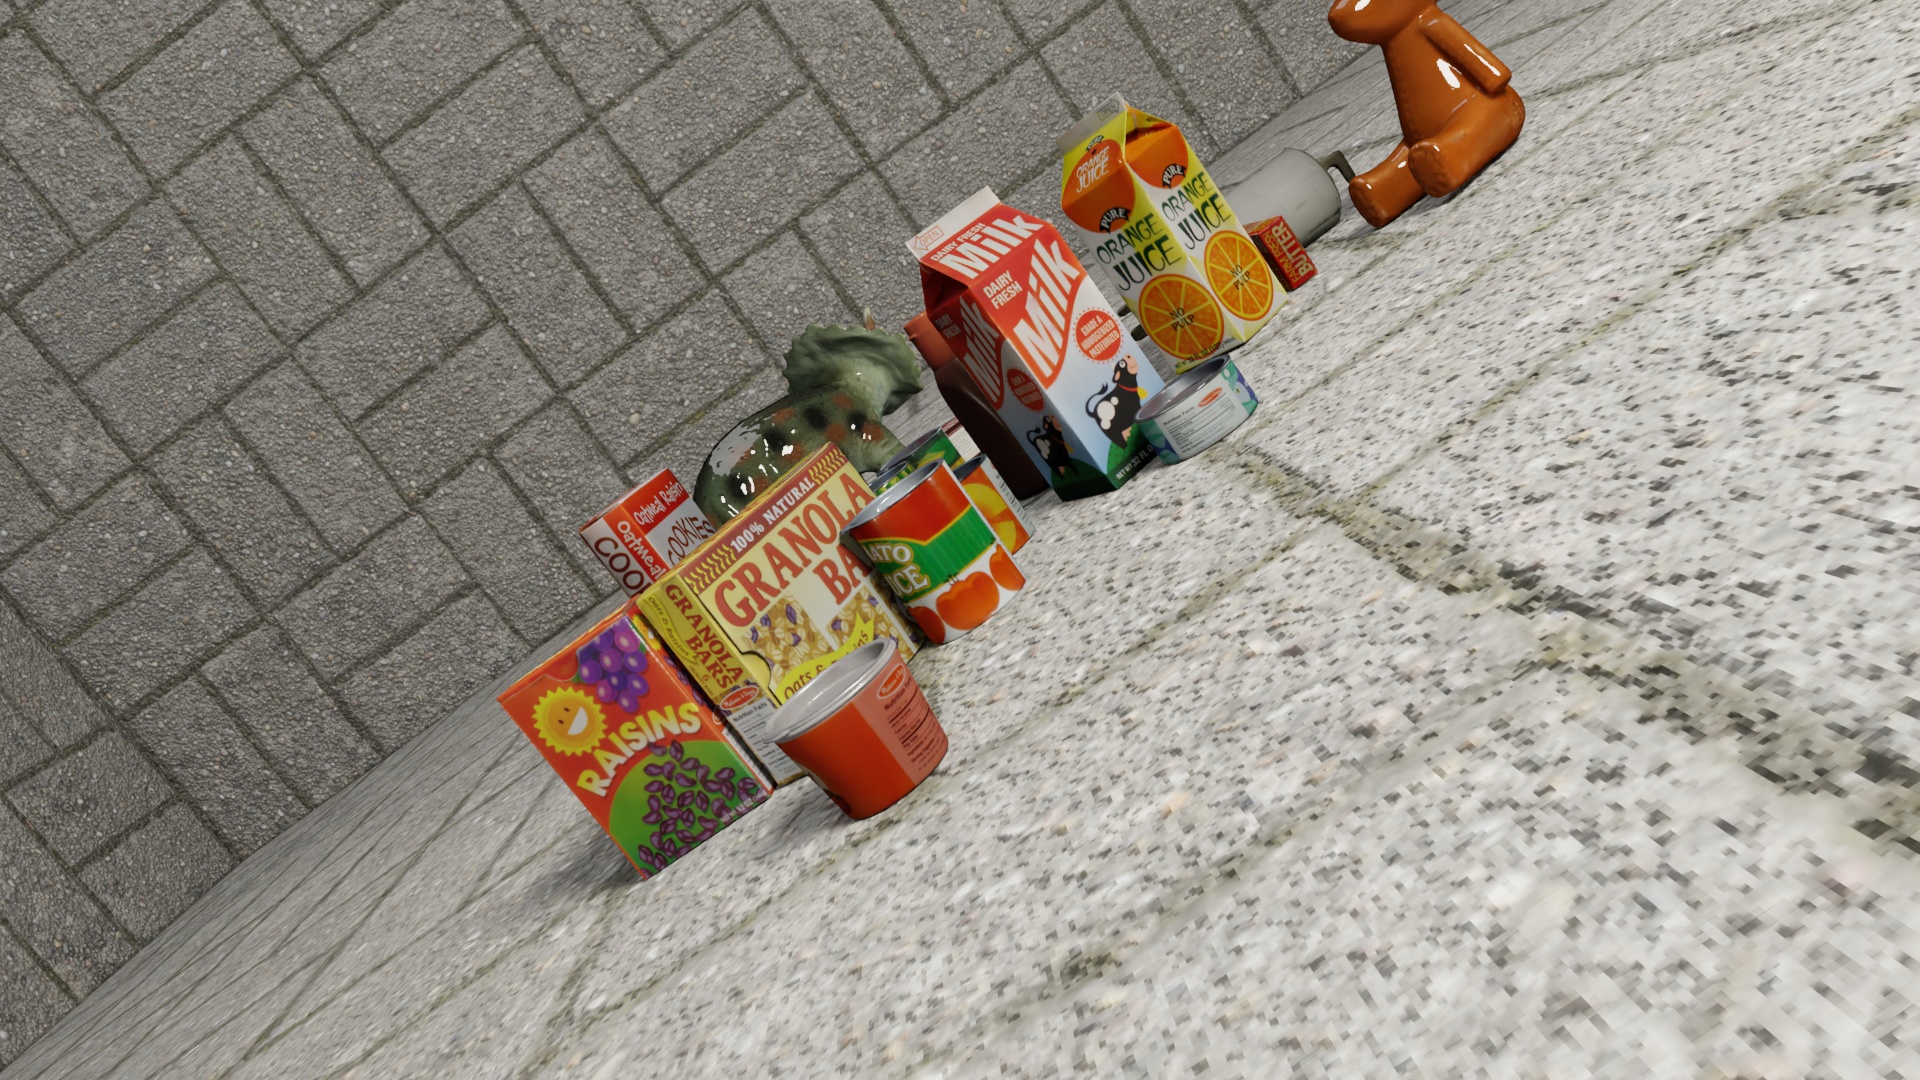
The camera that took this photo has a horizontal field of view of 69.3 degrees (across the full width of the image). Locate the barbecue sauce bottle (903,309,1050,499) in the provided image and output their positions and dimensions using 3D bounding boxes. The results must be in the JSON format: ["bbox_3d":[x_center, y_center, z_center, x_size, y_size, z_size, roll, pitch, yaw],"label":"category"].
[{"bbox_3d":[0.017,-0.100,0.977,0.044,0.148,0.064,-40,10,-21],"label":"barbecue sauce bottle"}]

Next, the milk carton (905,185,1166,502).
[{"bbox_3d":[0.048,-0.122,0.853,0.072,0.190,0.073,-40,10,-21],"label":"milk carton"}]

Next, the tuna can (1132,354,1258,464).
[{"bbox_3d":[0.135,-0.076,0.801,0.071,0.033,0.071,-35,10,7],"label":"tuna can"}]

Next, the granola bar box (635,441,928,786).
[{"bbox_3d":[-0.083,0.034,0.761,0.039,0.124,0.166,-29,12,35],"label":"granola bar box"}]

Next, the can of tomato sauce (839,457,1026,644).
[{"bbox_3d":[-0.014,0.007,0.774,0.071,0.083,0.071,-35,10,7],"label":"can of tomato sauce"}]

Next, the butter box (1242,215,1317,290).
[{"bbox_3d":[0.236,-0.219,1.069,0.024,0.053,0.103,-36,10,1],"label":"butter box"}]

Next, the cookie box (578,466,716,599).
[{"bbox_3d":[-0.190,0.035,0.992,0.040,0.167,0.123,-34,10,11],"label":"cookie box"}]

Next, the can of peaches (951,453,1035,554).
[{"bbox_3d":[0.003,-0.011,0.873,0.071,0.058,0.071,-35,10,7],"label":"can of peaches"}]

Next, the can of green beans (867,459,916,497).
[{"bbox_3d":[-0.051,-0.022,1.110,0.071,0.057,0.071,-35,10,7],"label":"can of green beans"}]

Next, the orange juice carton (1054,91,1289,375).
[{"bbox_3d":[0.143,-0.222,0.994,0.073,0.192,0.071,-43,12,-37],"label":"orange juice carton"}]

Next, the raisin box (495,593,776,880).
[{"bbox_3d":[-0.166,0.103,0.726,0.086,0.123,0.040,-34,10,11],"label":"raisin box"}]

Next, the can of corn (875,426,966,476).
[{"bbox_3d":[-0.028,-0.053,1.173,0.071,0.058,0.071,-35,10,7],"label":"can of corn"}]

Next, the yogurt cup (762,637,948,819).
[{"bbox_3d":[-0.042,0.083,0.601,0.072,0.054,0.072,-35,10,7],"label":"yogurt cup"}]
